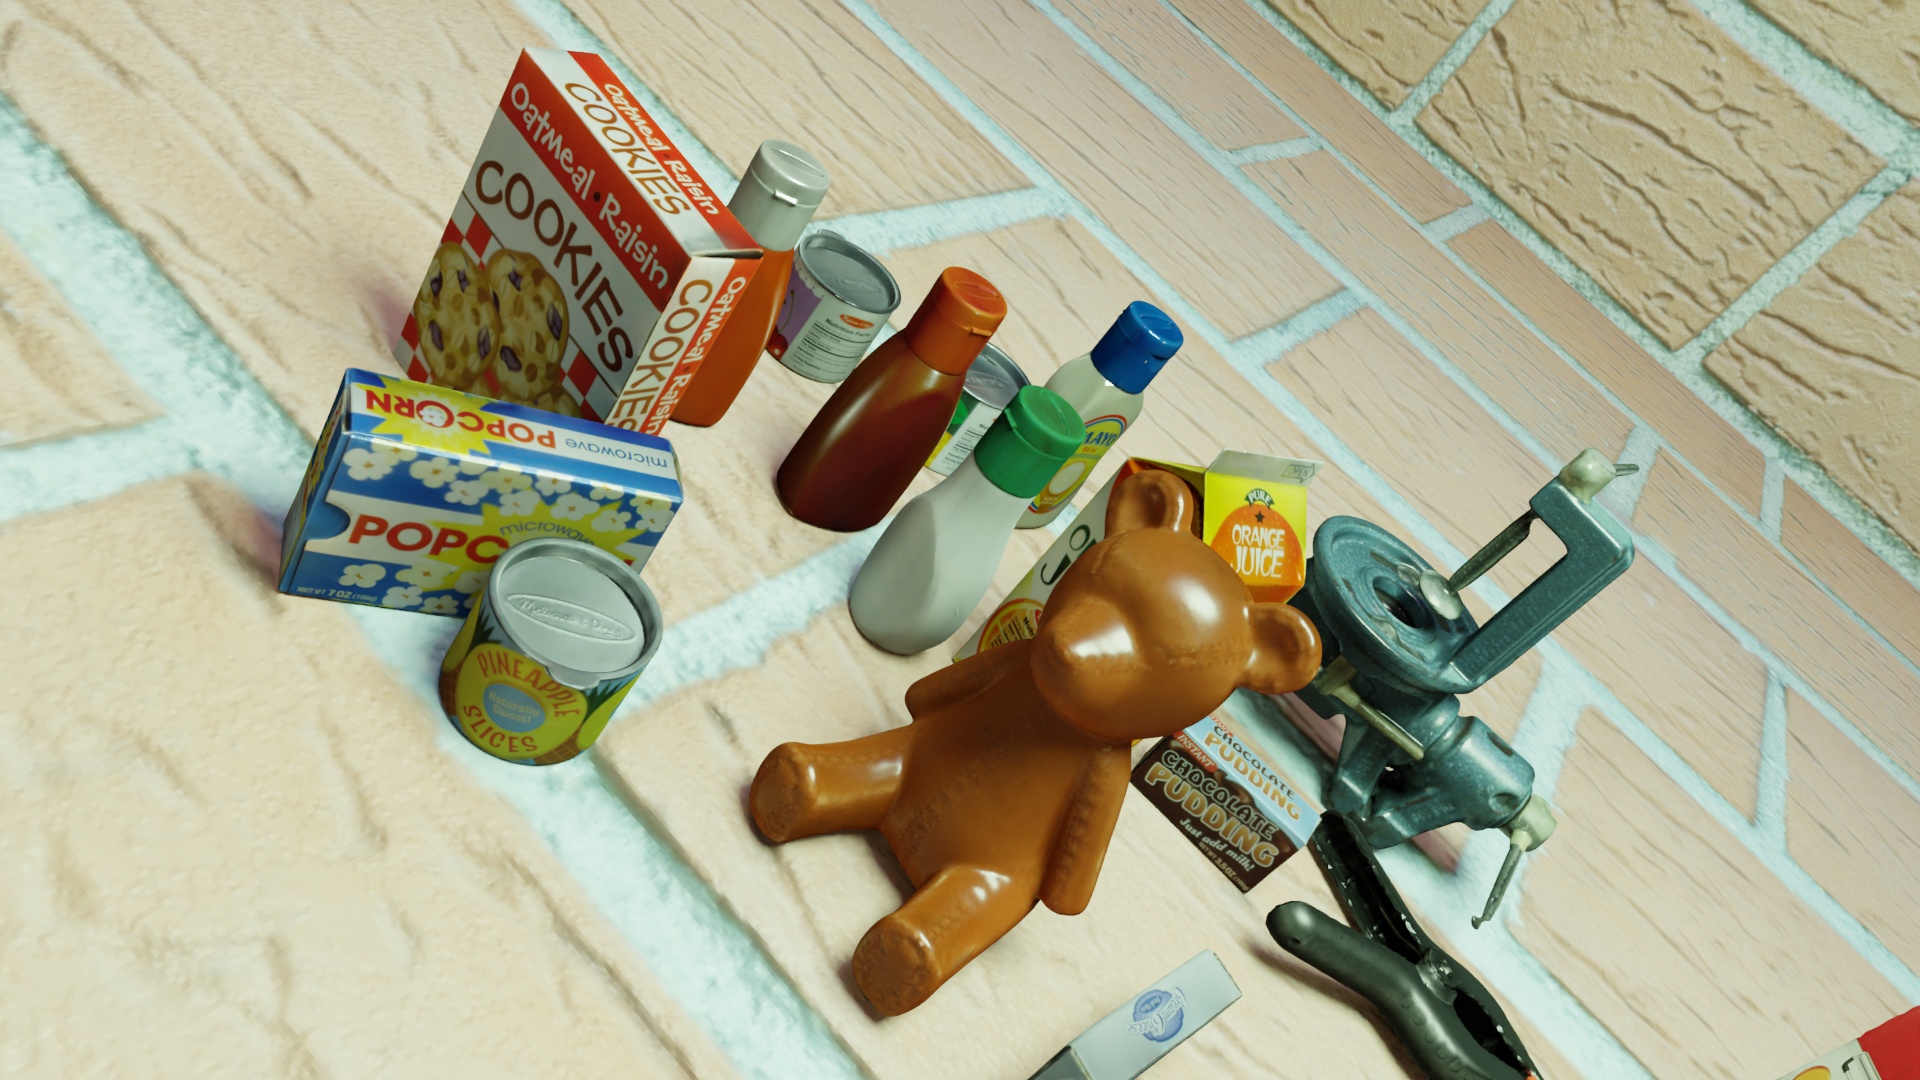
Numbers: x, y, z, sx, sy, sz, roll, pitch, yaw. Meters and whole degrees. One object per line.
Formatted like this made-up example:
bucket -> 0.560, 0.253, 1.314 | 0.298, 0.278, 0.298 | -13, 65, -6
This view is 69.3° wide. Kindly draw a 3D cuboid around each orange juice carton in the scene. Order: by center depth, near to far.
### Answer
orange juice carton -> 0.085, 0.026, 0.644 | 0.072, 0.191, 0.073 | 6, 45, -40

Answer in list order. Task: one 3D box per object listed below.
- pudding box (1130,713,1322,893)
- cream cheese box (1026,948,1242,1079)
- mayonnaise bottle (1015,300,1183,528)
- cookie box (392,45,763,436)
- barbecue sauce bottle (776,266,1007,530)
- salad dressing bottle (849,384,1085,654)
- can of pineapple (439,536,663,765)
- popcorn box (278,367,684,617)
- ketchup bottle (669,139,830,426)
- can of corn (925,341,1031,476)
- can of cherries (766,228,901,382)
pudding box -> 0.132, 0.129, 0.696 | 0.084, 0.049, 0.030 | 44, 33, 8
cream cheese box -> 0.063, 0.199, 0.543 | 0.104, 0.053, 0.024 | -11, 57, -49
mayonnaise bottle -> 0.066, -0.068, 0.779 | 0.065, 0.147, 0.041 | 1, 49, -43
cookie box -> -0.164, -0.097, 0.576 | 0.123, 0.166, 0.040 | 51, 35, 17
barbecue sauce bottle -> -0.031, -0.068, 0.685 | 0.065, 0.147, 0.044 | 6, 46, -40
salad dressing bottle -> 0.002, -0.008, 0.646 | 0.044, 0.147, 0.064 | 12, 42, -35
can of pineapple -> -0.154, 0.043, 0.518 | 0.071, 0.057, 0.071 | 25, 35, -20
popcorn box -> -0.181, -0.011, 0.530 | 0.127, 0.084, 0.038 | 12, 42, -35
ketchup bottle -> -0.113, -0.124, 0.673 | 0.065, 0.148, 0.044 | 23, 36, -23
can of corn -> -0.001, -0.081, 0.811 | 0.071, 0.058, 0.071 | 25, 35, -20
can of cherries -> -0.077, -0.135, 0.803 | 0.071, 0.058, 0.072 | 25, 35, -20
